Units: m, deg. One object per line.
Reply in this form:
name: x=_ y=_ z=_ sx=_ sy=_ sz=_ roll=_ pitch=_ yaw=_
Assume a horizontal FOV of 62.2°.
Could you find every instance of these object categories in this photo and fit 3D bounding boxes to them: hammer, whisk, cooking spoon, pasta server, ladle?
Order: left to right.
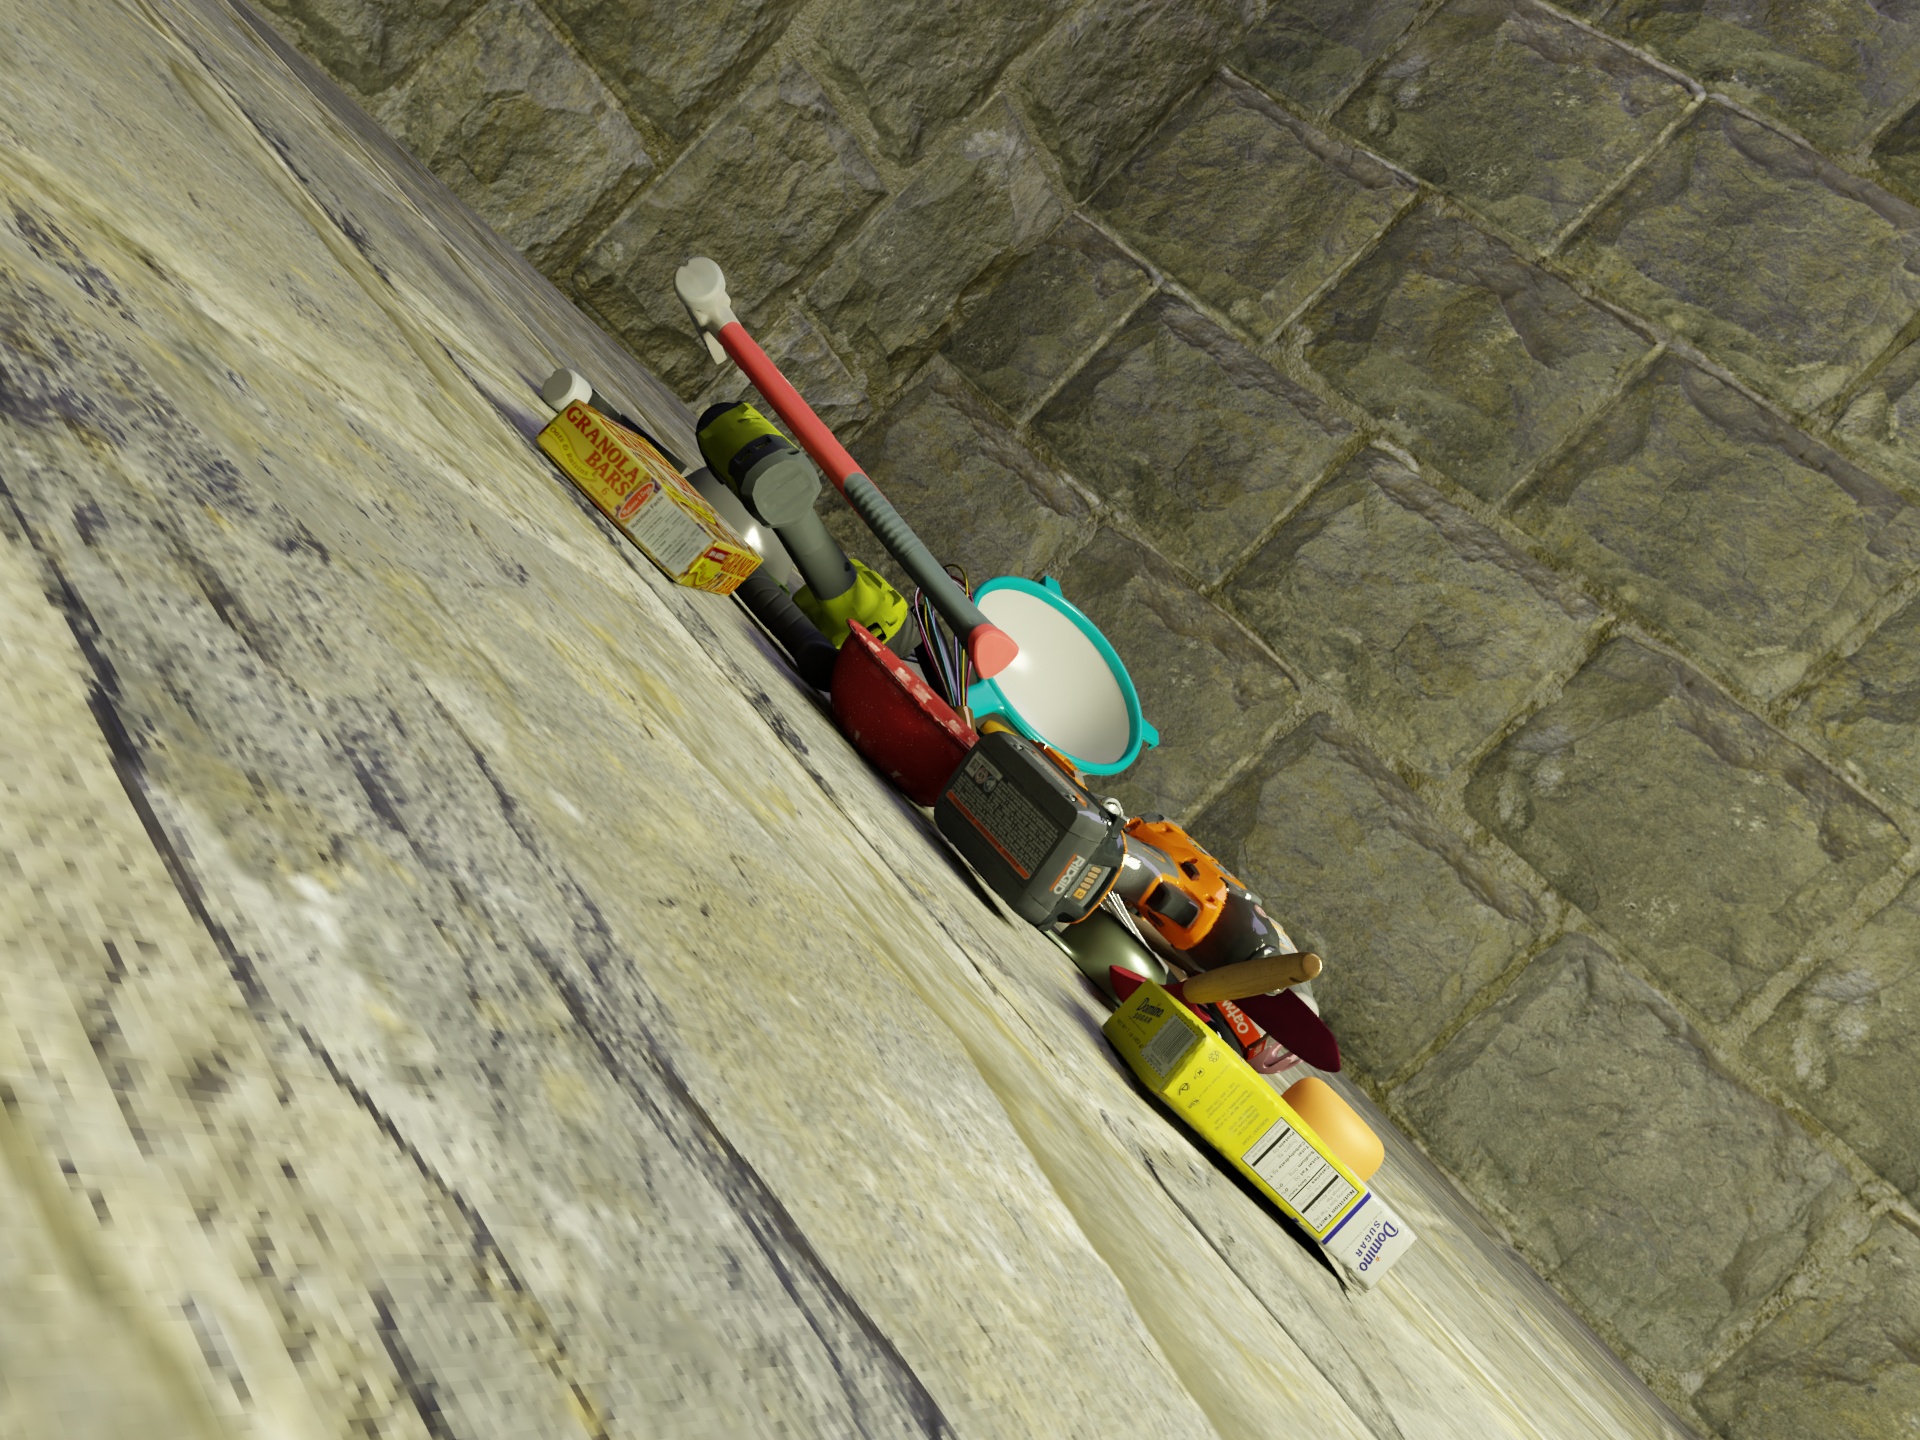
hammer: x=-0.184 y=-0.134 z=1.185 sx=0.335 sy=0.035 sz=0.146 roll=47 pitch=4 yaw=29
hammer: x=-0.087 y=-0.185 z=1.229 sx=0.386 sy=0.038 sz=0.143 roll=51 pitch=-4 yaw=11
whisk: x=-0.002 y=-0.025 z=1.217 sx=0.051 sy=0.047 sz=0.245 roll=55 pitch=21 yaw=-52
whisk: x=-0.001 y=-0.005 z=1.257 sx=0.055 sy=0.055 sz=0.239 roll=41 pitch=22 yaw=-51
whisk: x=0.118 y=0.157 z=1.148 sx=0.284 sy=0.070 sz=0.070 roll=49 pitch=2 yaw=-16
pasta server: x=0.195 y=0.221 z=1.473 sx=0.060 sy=0.040 sz=0.317 roll=18 pitch=21 yaw=-46
cooking spoon: x=0.163 y=0.176 z=1.193 sx=0.319 sy=0.017 sz=0.068 roll=29 pitch=-36 yaw=49
ladle: x=0.137 y=0.145 z=0.868 sx=0.069 sy=0.031 sz=0.315 roll=26 pitch=-15 yaw=-1

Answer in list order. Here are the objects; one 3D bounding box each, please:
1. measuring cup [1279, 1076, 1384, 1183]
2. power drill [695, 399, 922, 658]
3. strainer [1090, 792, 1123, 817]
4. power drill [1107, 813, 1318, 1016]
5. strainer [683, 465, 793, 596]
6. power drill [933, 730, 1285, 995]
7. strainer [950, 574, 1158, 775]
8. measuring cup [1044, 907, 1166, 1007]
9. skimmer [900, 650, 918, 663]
measuring cup: x=0.266 y=0.297 z=1.233 sx=0.095 sy=0.052 sz=0.174 roll=44 pitch=5 yaw=-22
power drill: x=-0.126 y=-0.146 z=1.251 sx=0.171 sy=0.080 sz=0.223 roll=47 pitch=-9 yaw=52
strainer: x=0.100 y=0.073 z=1.535 sx=0.258 sy=0.050 sz=0.087 roll=-169 pitch=-118 yaw=-69
power drill: x=0.217 y=0.189 z=1.418 sx=0.226 sy=0.084 sz=0.185 roll=33 pitch=11 yaw=-10
strainer: x=-0.196 y=-0.193 z=1.499 sx=0.151 sy=0.069 sz=0.256 roll=44 pitch=4 yaw=-8
power drill: x=0.107 y=0.099 z=0.997 sx=0.226 sy=0.084 sz=0.164 roll=26 pitch=13 yaw=-43
strainer: x=0.025 y=-0.009 z=1.407 sx=0.340 sy=0.095 sz=0.211 roll=-20 pitch=74 yaw=-52
measuring cup: x=0.076 y=0.131 z=1.036 sx=0.167 sy=0.038 sz=0.083 roll=44 pitch=3 yaw=-32
skimmer: x=0.006 y=0.037 z=1.509 sx=0.363 sy=0.090 sz=0.127 roll=55 pitch=4 yaw=-2
